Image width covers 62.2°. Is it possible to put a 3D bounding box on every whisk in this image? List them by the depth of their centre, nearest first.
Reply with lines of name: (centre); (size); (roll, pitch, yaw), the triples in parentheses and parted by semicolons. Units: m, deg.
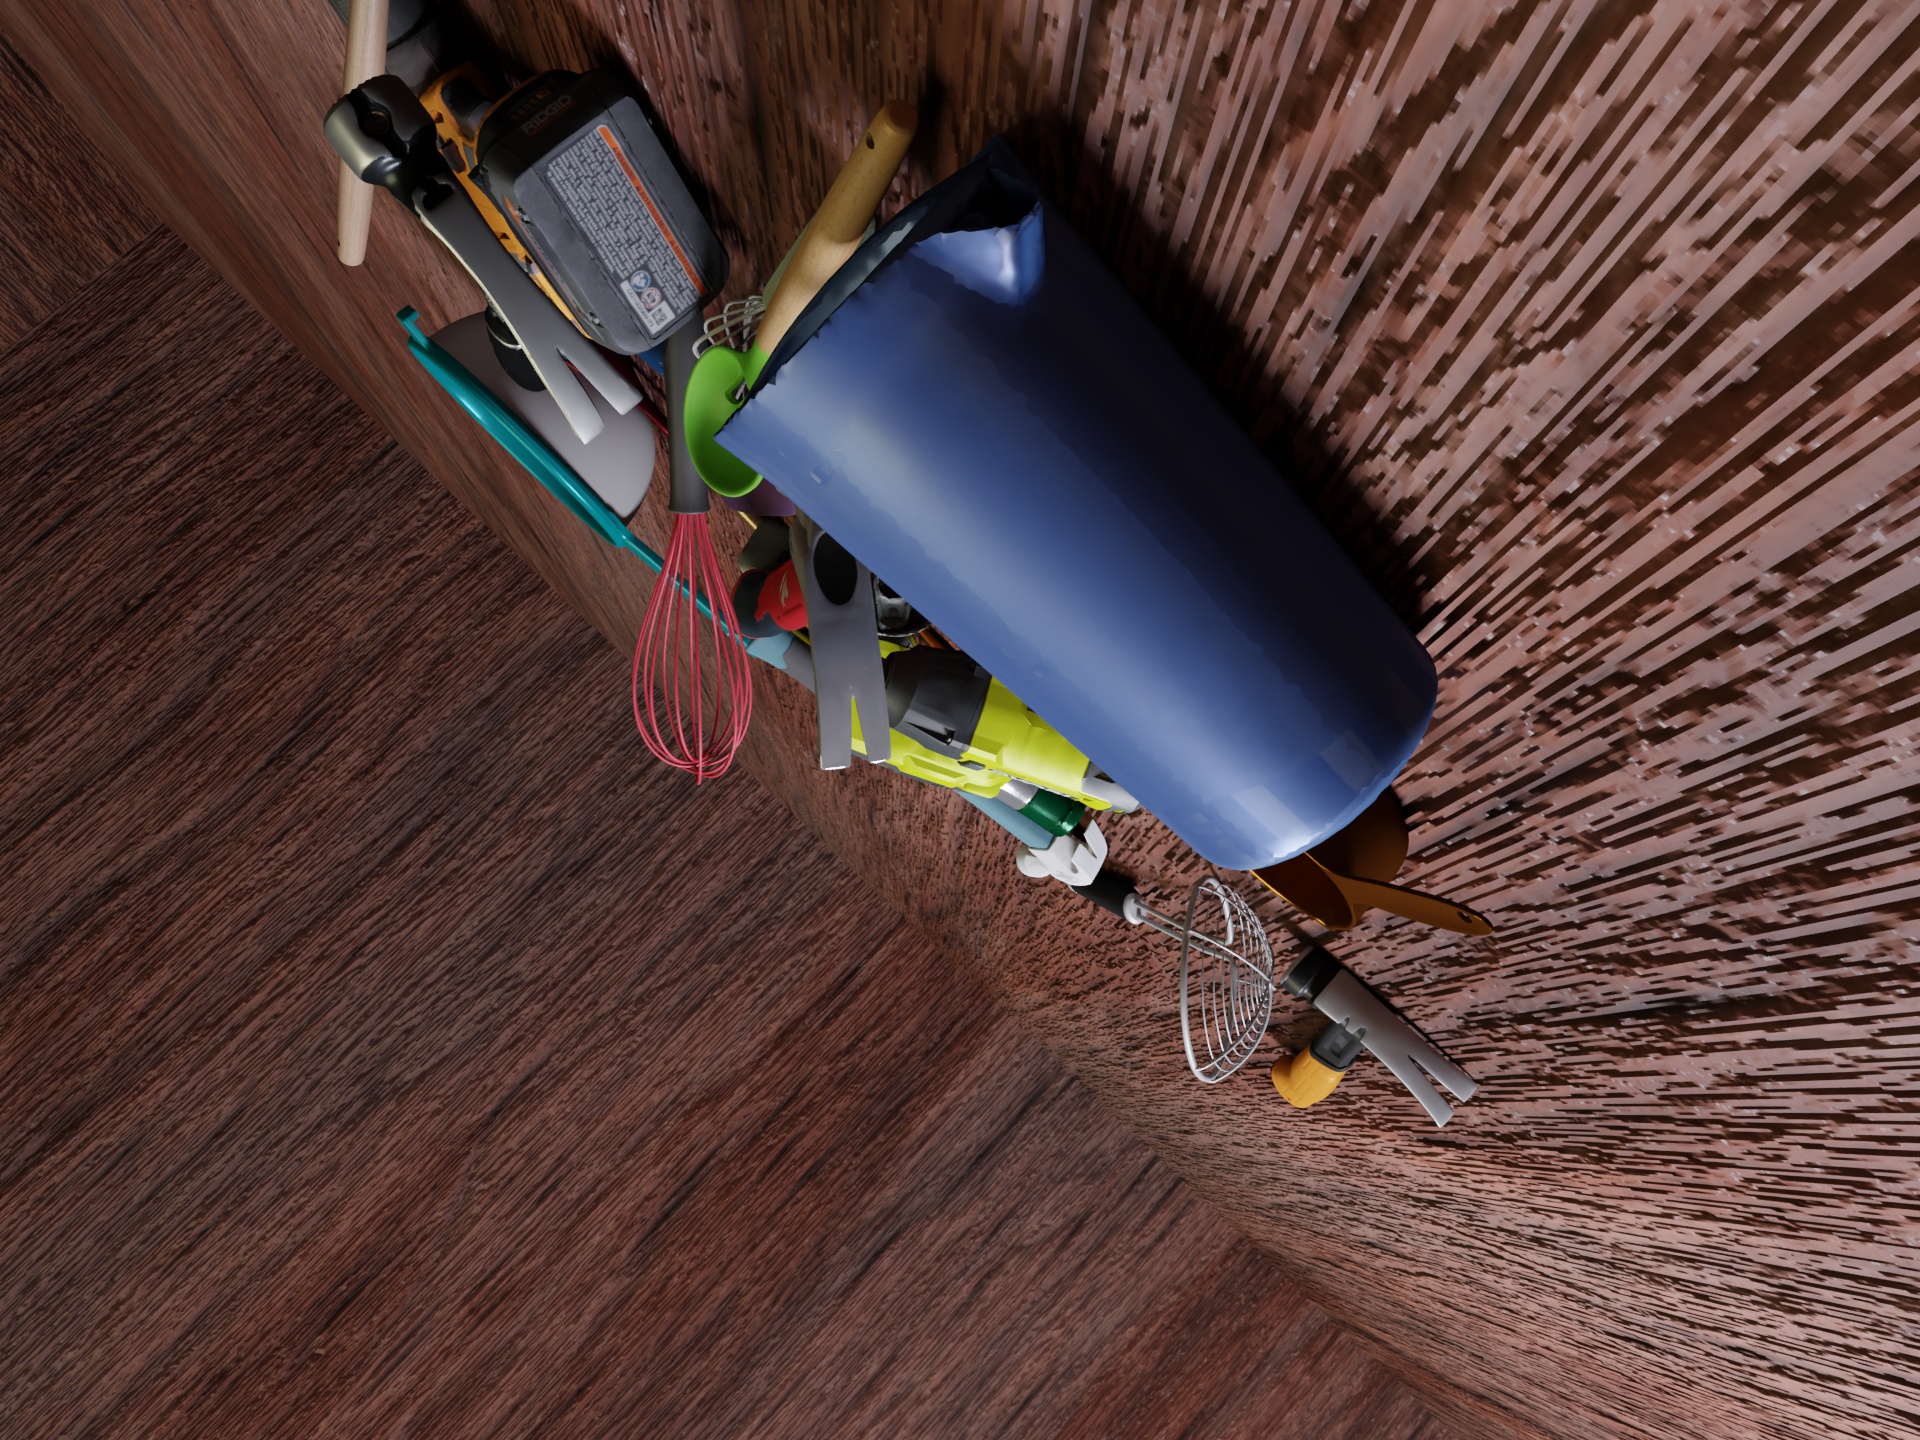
whisk: (-0.080, -0.190, 0.731); (0.059, 0.058, 0.246); (11, 174, -18)
whisk: (-0.154, -0.102, 0.905); (0.073, 0.073, 0.295); (29, 123, 51)

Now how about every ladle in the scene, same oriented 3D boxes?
ladle: (-0.175, -0.173, 1.138); (0.315, 0.031, 0.069); (45, -162, -21)

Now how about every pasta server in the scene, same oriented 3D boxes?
pasta server: (-0.270, -0.309, 0.702); (0.316, 0.040, 0.060); (-49, 55, 56)

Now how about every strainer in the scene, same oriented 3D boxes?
strainer: (-0.250, -0.190, 1.177); (0.340, 0.095, 0.211); (42, 173, 0)

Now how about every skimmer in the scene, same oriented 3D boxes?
skimmer: (0.120, 0.148, 1.117); (0.363, 0.090, 0.127); (-162, 66, -72)

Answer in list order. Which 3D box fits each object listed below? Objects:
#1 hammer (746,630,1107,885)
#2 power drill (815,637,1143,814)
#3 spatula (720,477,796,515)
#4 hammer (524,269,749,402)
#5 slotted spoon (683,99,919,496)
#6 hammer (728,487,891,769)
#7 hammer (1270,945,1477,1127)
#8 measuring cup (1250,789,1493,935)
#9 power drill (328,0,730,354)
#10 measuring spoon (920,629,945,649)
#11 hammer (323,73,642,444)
hammer: (-0.022, 0.027, 1.153); (0.330, 0.033, 0.128); (37, 162, -25)
power drill: (-0.001, -0.003, 0.920); (0.171, 0.080, 0.223); (19, 176, -17)
spatula: (-0.057, -0.127, 0.818); (0.316, 0.018, 0.059); (14, 133, 52)
hammer: (-0.200, -0.238, 0.976); (0.406, 0.035, 0.144); (39, 167, 24)
slotted spoon: (-0.070, -0.164, 0.652); (0.070, 0.031, 0.314); (70, 158, 3)
hammer: (-0.093, -0.052, 0.874); (0.386, 0.038, 0.143); (-178, 80, -78)
hammer: (0.261, 0.239, 1.100); (0.127, 0.034, 0.336); (42, 169, 16)
measuring cup: (0.176, 0.051, 0.680); (0.095, 0.052, 0.174); (49, 166, -23)
power drill: (-0.224, -0.289, 0.781); (0.226, 0.084, 0.185); (39, 167, 43)
measuring spoon: (0.005, -0.033, 1.074); (0.117, 0.011, 0.021); (46, -177, 7)
hammer: (-0.221, -0.196, 0.789); (0.149, 0.036, 0.409); (52, 174, -13)
